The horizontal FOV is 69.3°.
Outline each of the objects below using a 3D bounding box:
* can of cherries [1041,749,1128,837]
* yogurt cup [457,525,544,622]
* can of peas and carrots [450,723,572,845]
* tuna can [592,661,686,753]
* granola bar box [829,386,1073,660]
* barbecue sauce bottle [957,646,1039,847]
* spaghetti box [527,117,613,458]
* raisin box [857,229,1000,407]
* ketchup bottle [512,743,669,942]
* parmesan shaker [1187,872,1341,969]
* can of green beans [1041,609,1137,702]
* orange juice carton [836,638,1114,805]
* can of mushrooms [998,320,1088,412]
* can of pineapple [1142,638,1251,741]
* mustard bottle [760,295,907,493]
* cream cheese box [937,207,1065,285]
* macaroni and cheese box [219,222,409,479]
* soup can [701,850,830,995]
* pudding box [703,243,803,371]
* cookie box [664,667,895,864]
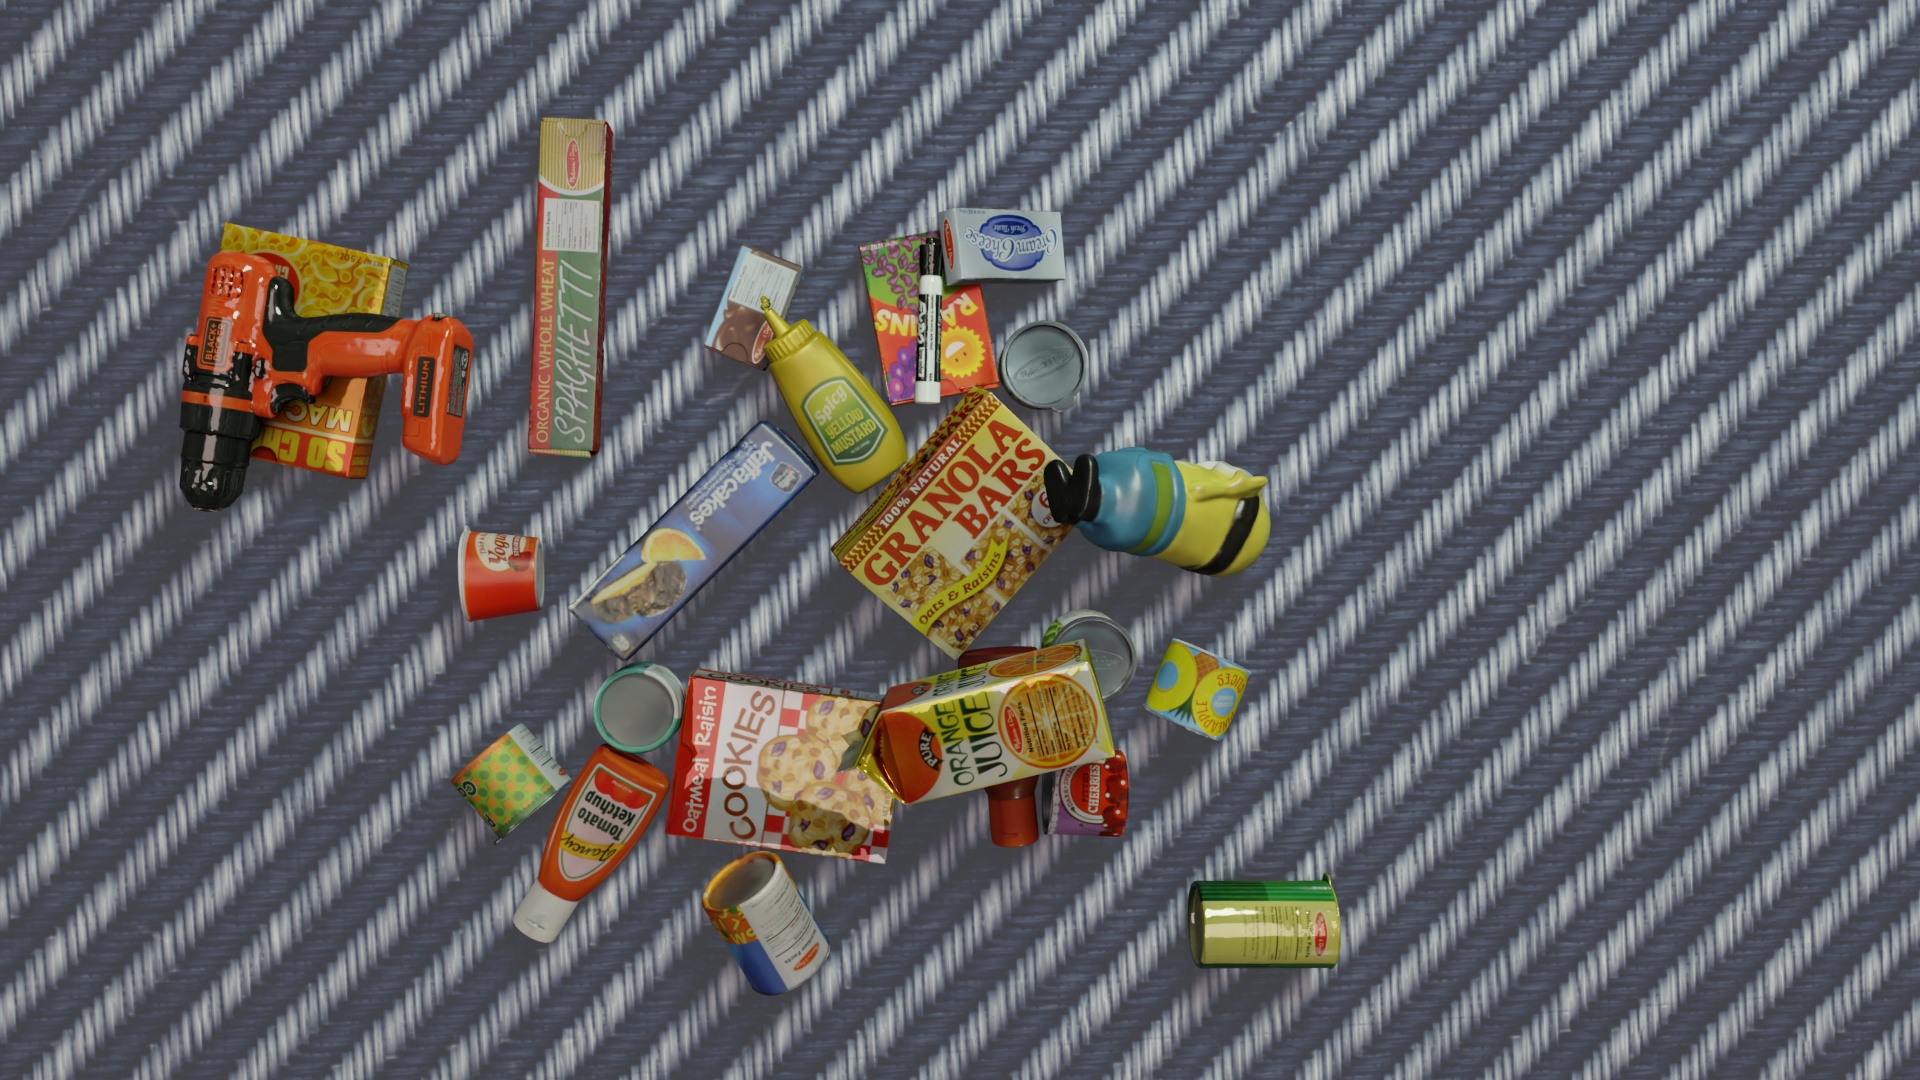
[{"bbox_3d":[0.094,0.190,1.048,0.058,0.071,0.071,3,92,-3],"label":"can of cherries"},{"bbox_3d":[-0.339,0.026,1.028,0.054,0.072,0.072,-2,93,-10],"label":"yogurt cup"},{"bbox_3d":[-0.335,0.180,1.031,0.071,0.071,0.058,-40,93,0],"label":"can of peas and carrots"},{"bbox_3d":[-0.245,0.128,1.050,0.071,0.033,0.071,0,92,-3],"label":"tuna can"},{"bbox_3d":[0.004,-0.013,1.036,0.124,0.039,0.165,42,90,-22],"label":"granola bar box"},{"bbox_3d":[0.035,0.157,1.058,0.065,0.044,0.148,-5,93,12],"label":"barbecue sauce bottle"},{"bbox_3d":[-0.292,-0.187,1.039,0.050,0.029,0.249,3,92,-3],"label":"spaghetti box"},{"bbox_3d":[-0.024,-0.168,1.046,0.086,0.040,0.123,-11,93,-3],"label":"raisin box"},{"bbox_3d":[-0.283,0.230,1.047,0.065,0.043,0.148,32,91,-9],"label":"ketchup bottle"},{"bbox_3d":[0.230,0.290,1.061,0.103,0.071,0.071,1,92,-2],"label":"parmesan shaker"},{"bbox_3d":[0.096,0.087,1.051,0.071,0.058,0.071,0,92,-2],"label":"can of green beans"},{"bbox_3d":[0.007,0.134,0.991,0.193,0.072,0.073,-14,98,5],"label":"orange juice carton"},{"bbox_3d":[0.063,-0.130,1.054,0.071,0.033,0.071,0,92,-3],"label":"can of mushrooms"},{"bbox_3d":[0.180,0.113,1.050,0.071,0.071,0.058,23,91,-3],"label":"can of pineapple"},{"bbox_3d":[-0.103,-0.111,1.027,0.065,0.049,0.160,-35,106,0],"label":"mustard bottle"},{"bbox_3d":[0.031,-0.217,1.028,0.104,0.024,0.053,-9,94,-38],"label":"cream cheese box"},{"bbox_3d":[-0.491,-0.138,1.026,0.124,0.040,0.166,12,92,-2],"label":"macaroni and cheese box"},{"bbox_3d":[-0.147,0.284,1.034,0.071,0.071,0.083,-26,111,-1],"label":"soup can"},{"bbox_3d":[-0.155,-0.174,1.045,0.050,0.030,0.083,21,91,-4],"label":"pudding box"},{"bbox_3d":[-0.130,0.170,1.053,0.167,0.040,0.123,9,92,-3],"label":"cookie box"}]
